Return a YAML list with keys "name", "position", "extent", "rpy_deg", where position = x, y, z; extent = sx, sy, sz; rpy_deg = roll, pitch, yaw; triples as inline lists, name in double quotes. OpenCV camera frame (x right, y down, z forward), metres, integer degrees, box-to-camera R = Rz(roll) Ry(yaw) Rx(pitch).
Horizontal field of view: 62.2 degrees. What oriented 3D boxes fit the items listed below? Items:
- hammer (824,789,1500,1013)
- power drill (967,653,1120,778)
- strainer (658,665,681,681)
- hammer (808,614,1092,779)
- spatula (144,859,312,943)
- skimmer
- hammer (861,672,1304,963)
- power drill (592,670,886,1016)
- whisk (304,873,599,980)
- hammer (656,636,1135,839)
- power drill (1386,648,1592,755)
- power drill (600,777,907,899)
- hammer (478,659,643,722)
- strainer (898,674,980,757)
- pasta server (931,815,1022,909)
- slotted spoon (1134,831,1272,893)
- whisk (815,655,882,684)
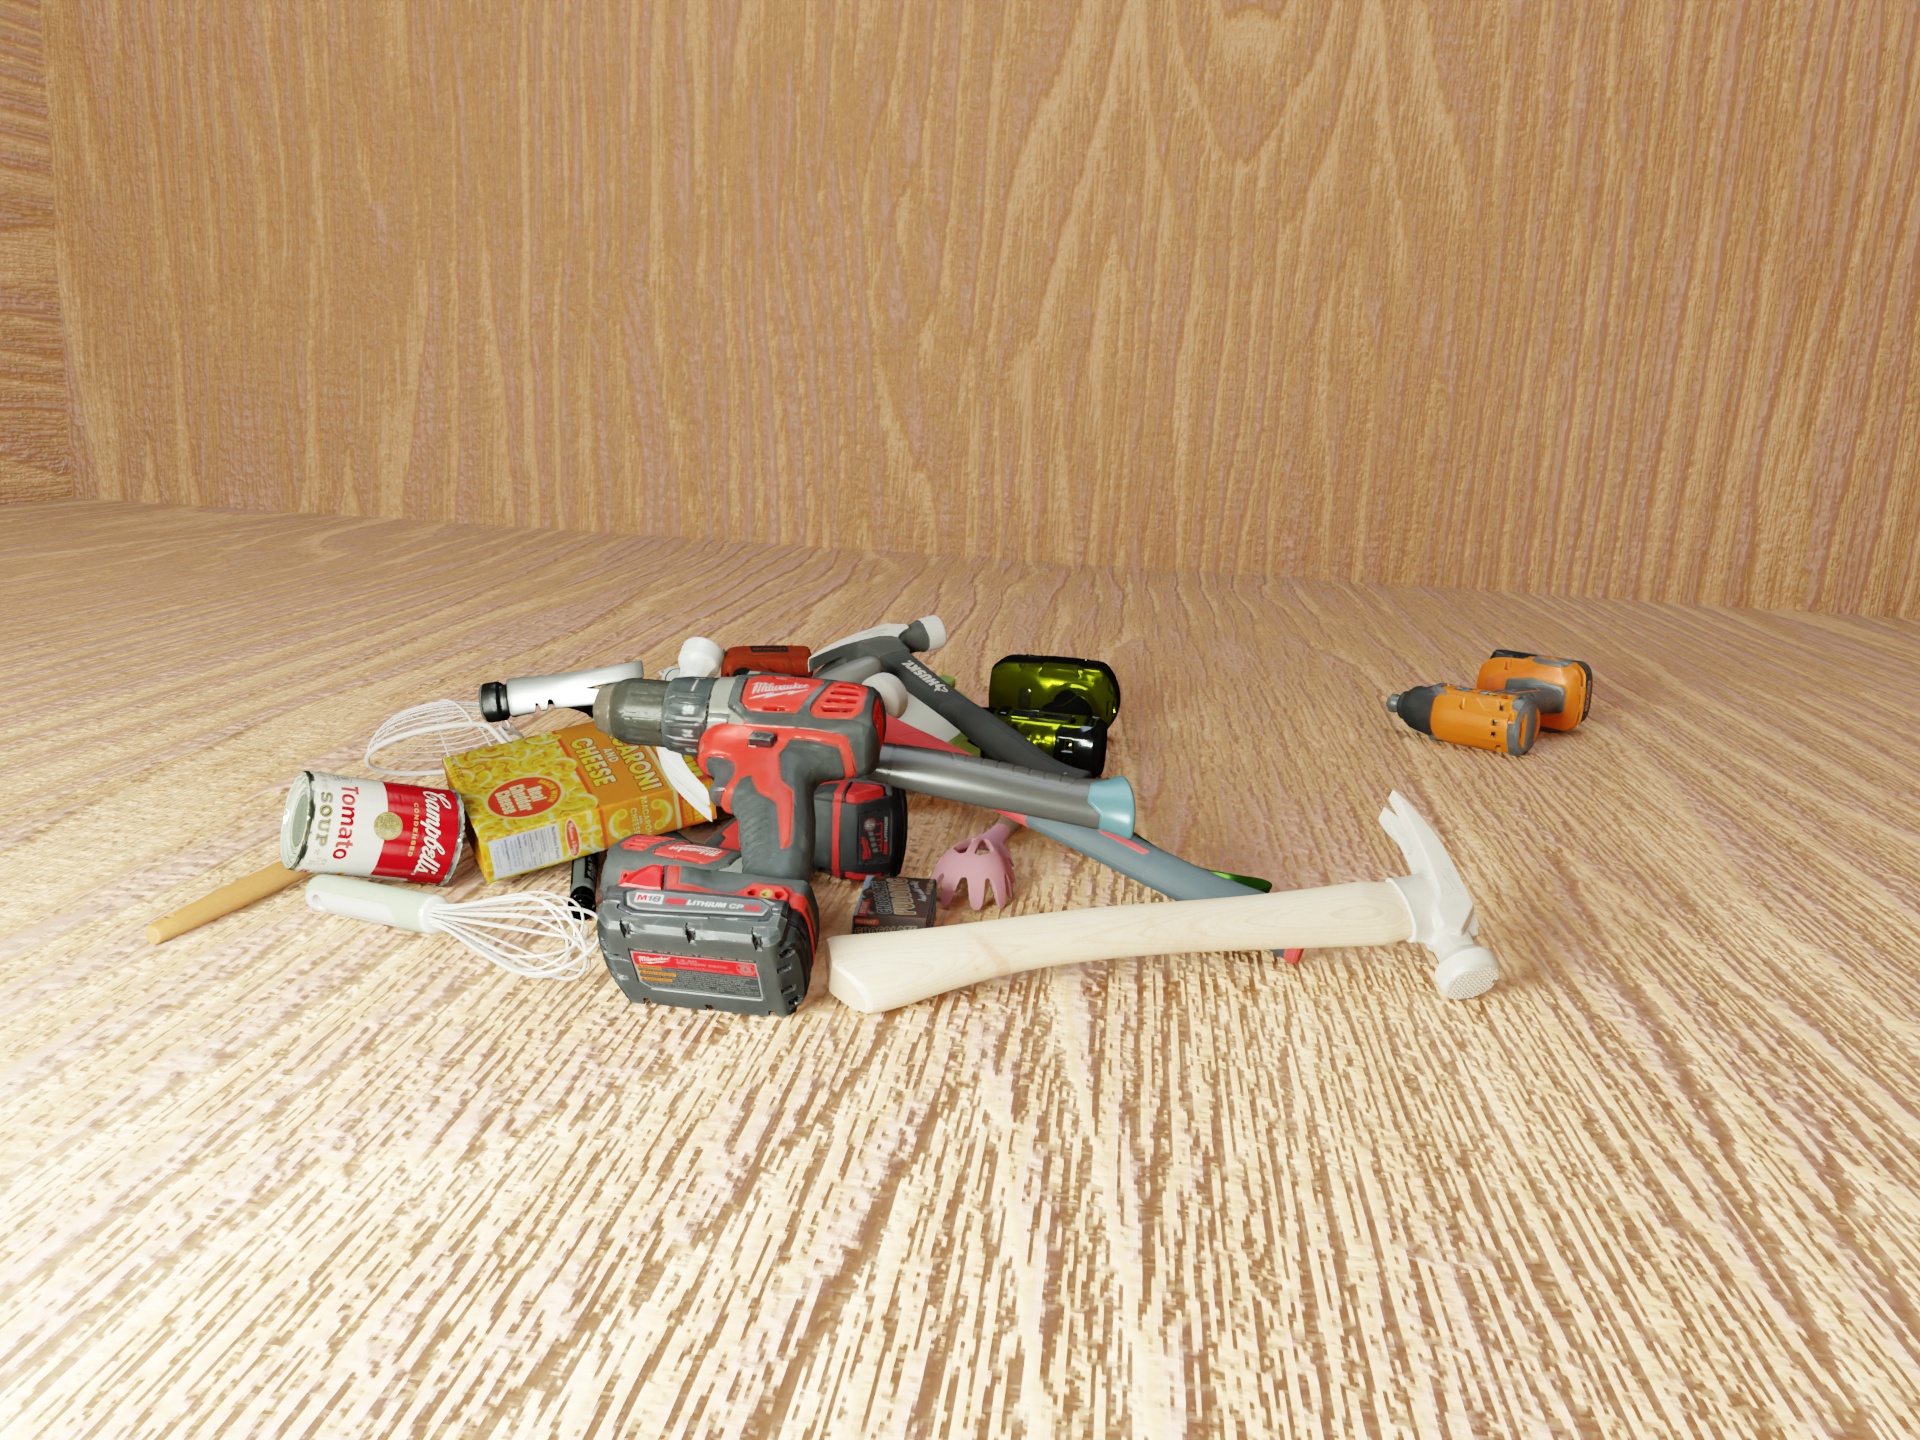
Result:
- name: "hammer"
  position: [0.120, 0.121, 0.982]
  extent: [0.410, 0.038, 0.146]
  rpy_deg: [-4, 48, -13]
- name: "power drill"
  position: [0.069, -0.003, 1.569]
  extent: [0.171, 0.080, 0.223]
  rpy_deg: [6, 16, 12]
- name: "strainer"
  position: [-0.192, -0.002, 1.285]
  extent: [0.087, 0.050, 0.259]
  rpy_deg: [-13, 25, -28]
- name: "hammer"
  position: [-0.002, -0.004, 1.351]
  extent: [0.146, 0.035, 0.335]
  rpy_deg: [-17, 33, -27]
- name: "spatula"
  position: [-0.433, 0.098, 1.110]
  extent: [0.081, 0.041, 0.322]
  rpy_deg: [10, 18, 19]
- name: "skimmer"
  position: [-0.332, 0.068, 1.248]
  extent: [0.364, 0.090, 0.127]
  rpy_deg: [25, 9, 35]
- name: "hammer"
  position: [0.055, 0.071, 1.090]
  extent: [0.386, 0.038, 0.143]
  rpy_deg: [26, 28, 23]
- name: "power drill"
  position: [-0.153, 0.058, 0.963]
  extent: [0.188, 0.080, 0.227]
  rpy_deg: [5, 47, 7]
- name: "whisk"
  position: [-0.318, 0.121, 0.979]
  extent: [0.246, 0.057, 0.059]
  rpy_deg: [5, 36, 30]
- name: "hammer"
  position: [-0.045, 0.028, 1.061]
  extent: [0.331, 0.033, 0.128]
  rpy_deg: [11, 54, 6]
- name: "power drill"
  position: [0.591, -0.022, 1.774]
  extent: [0.164, 0.084, 0.226]
  rpy_deg: [13, 20, 40]
- name: "power drill"
  position: [-0.127, 0.093, 1.089]
  extent: [0.143, 0.078, 0.219]
  rpy_deg: [8, 16, 23]
- name: "hammer"
  position: [-0.295, -0.012, 1.370]
  extent: [0.127, 0.034, 0.337]
  rpy_deg: [-7, -4, 3]
- name: "strainer"
  position: [-0.111, 0.030, 1.402]
  extent: [0.256, 0.069, 0.152]
  rpy_deg: [-7, 29, -7]
- name: "pasta server"
  position: [0.036, 0.091, 1.252]
  extent: [0.060, 0.040, 0.316]
  rpy_deg: [6, 9, 12]
- name: "slotted spoon"
  position: [0.122, 0.088, 1.227]
  extent: [0.070, 0.031, 0.314]
  rpy_deg: [-4, 18, -32]
- name: "whisk"
  position: [-0.172, 0.004, 1.337]
  extent: [0.239, 0.055, 0.055]
  rpy_deg: [-28, 20, -10]
